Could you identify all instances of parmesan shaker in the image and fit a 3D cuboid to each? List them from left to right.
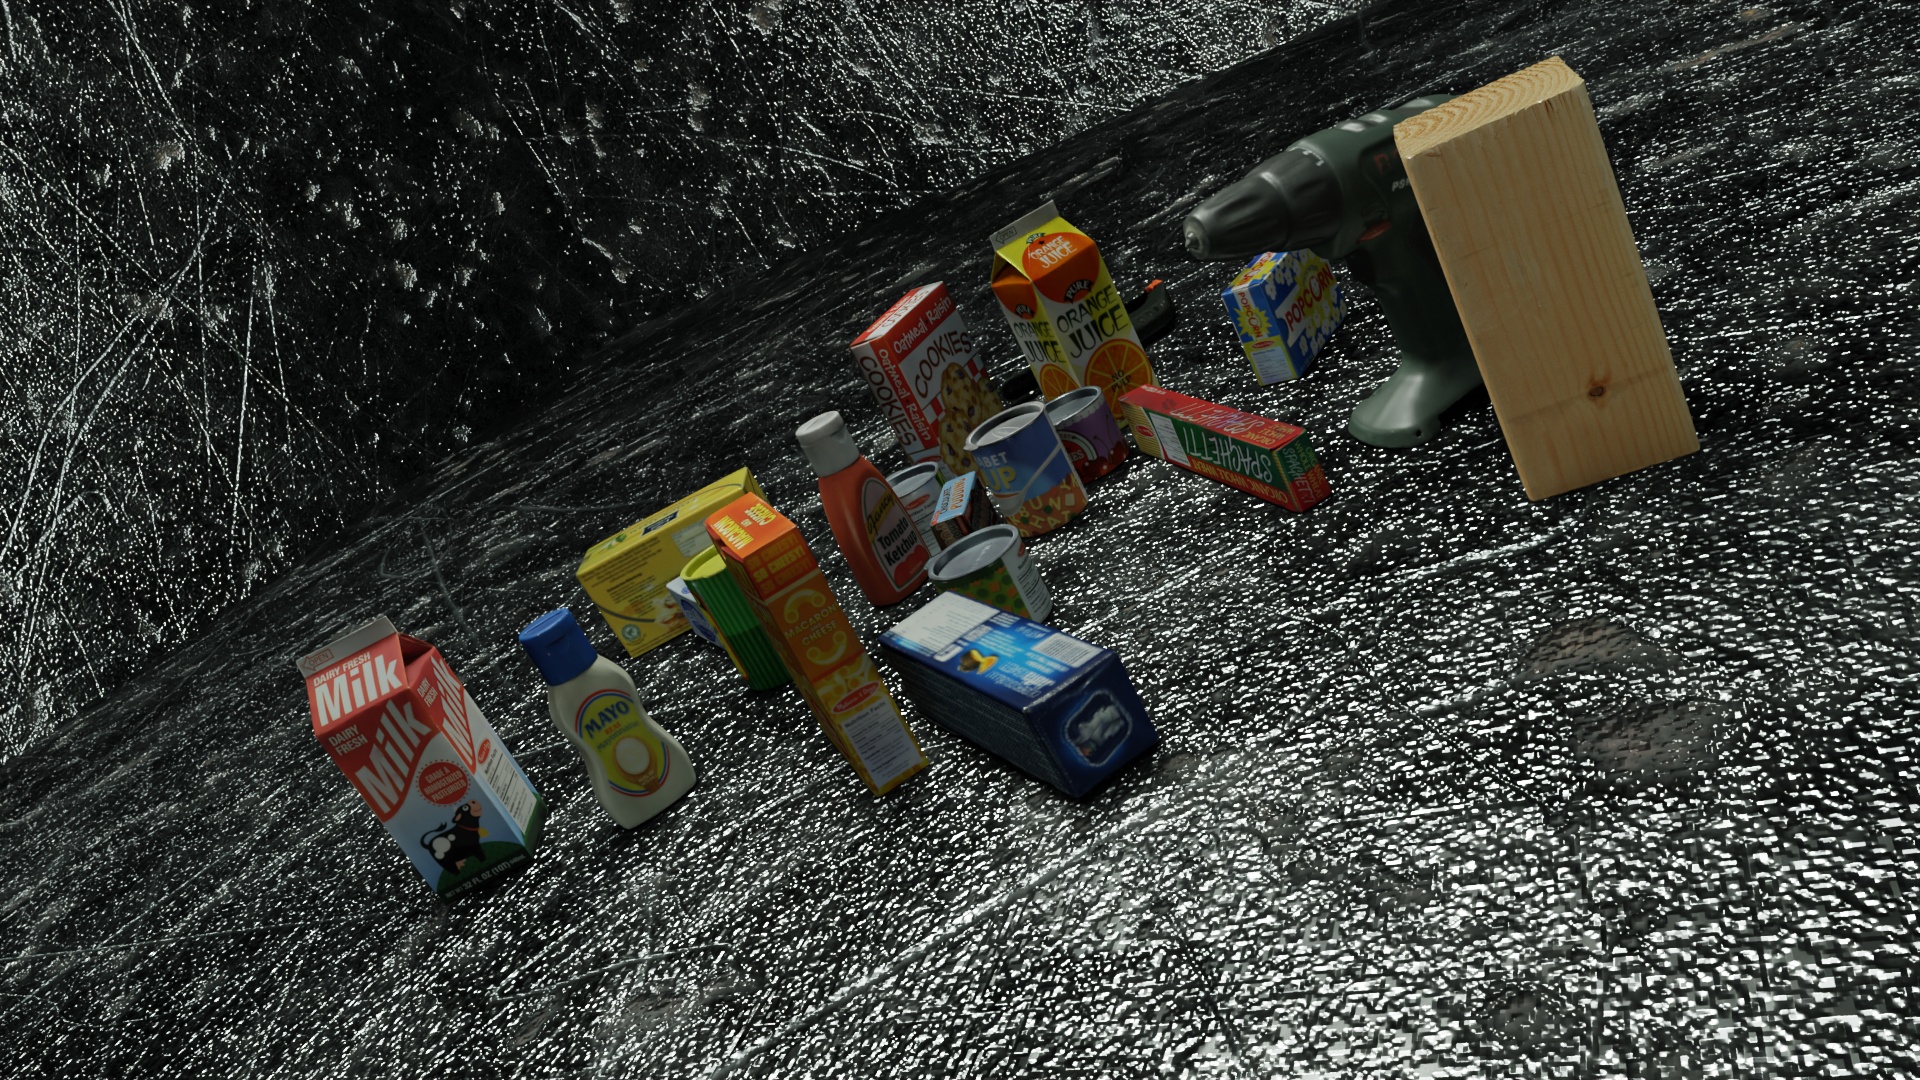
[{"bbox_3d":[-0.153,0.053,1.028,0.071,0.102,0.071,-24,19,9],"label":"parmesan shaker"}]

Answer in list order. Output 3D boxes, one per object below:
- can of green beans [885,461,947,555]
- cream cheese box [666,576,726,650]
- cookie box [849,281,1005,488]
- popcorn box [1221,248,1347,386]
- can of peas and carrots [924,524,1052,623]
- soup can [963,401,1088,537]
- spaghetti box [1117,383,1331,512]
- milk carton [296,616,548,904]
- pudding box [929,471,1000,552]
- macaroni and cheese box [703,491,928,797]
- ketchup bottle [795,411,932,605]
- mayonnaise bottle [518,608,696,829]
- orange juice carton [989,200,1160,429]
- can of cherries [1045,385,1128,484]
[{"bbox_3d":[-0.034,-0.023,1.134,0.071,0.057,0.071,-24,19,9],"label":"can of green beans"},{"bbox_3d":[-0.211,0.060,1.163,0.024,0.053,0.104,-35,20,-20],"label":"cream cheese box"},{"bbox_3d":[-0.019,-0.125,1.208,0.040,0.167,0.123,-15,23,33],"label":"cookie box"},{"bbox_3d":[0.265,-0.192,1.128,0.038,0.085,0.127,-11,25,40],"label":"popcorn box"},{"bbox_3d":[0.018,0.032,0.925,0.071,0.058,0.071,-24,19,9],"label":"can of peas and carrots"},{"bbox_3d":[0.049,-0.052,1.059,0.071,0.083,0.071,-24,19,9],"label":"soup can"},{"bbox_3d":[0.179,-0.070,0.982,0.029,0.050,0.250,-31,20,-8],"label":"spaghetti box"},{"bbox_3d":[-0.368,0.144,0.949,0.072,0.190,0.073,-27,19,2],"label":"milk carton"},{"bbox_3d":[0.004,-0.013,1.072,0.030,0.049,0.084,-22,20,17],"label":"pudding box"},{"bbox_3d":[-0.090,0.059,0.834,0.040,0.166,0.124,-32,19,-12],"label":"macaroni and cheese box"},{"bbox_3d":[-0.076,-0.026,1.059,0.043,0.148,0.065,-10,26,42],"label":"ketchup bottle"},{"bbox_3d":[-0.236,0.115,0.913,0.065,0.147,0.041,-35,20,-19],"label":"mayonnaise bottle"},{"bbox_3d":[0.092,-0.187,1.181,0.072,0.192,0.073,-35,20,-19],"label":"orange juice carton"},{"bbox_3d":[0.093,-0.082,1.115,0.071,0.058,0.072,-24,19,9],"label":"can of cherries"}]
